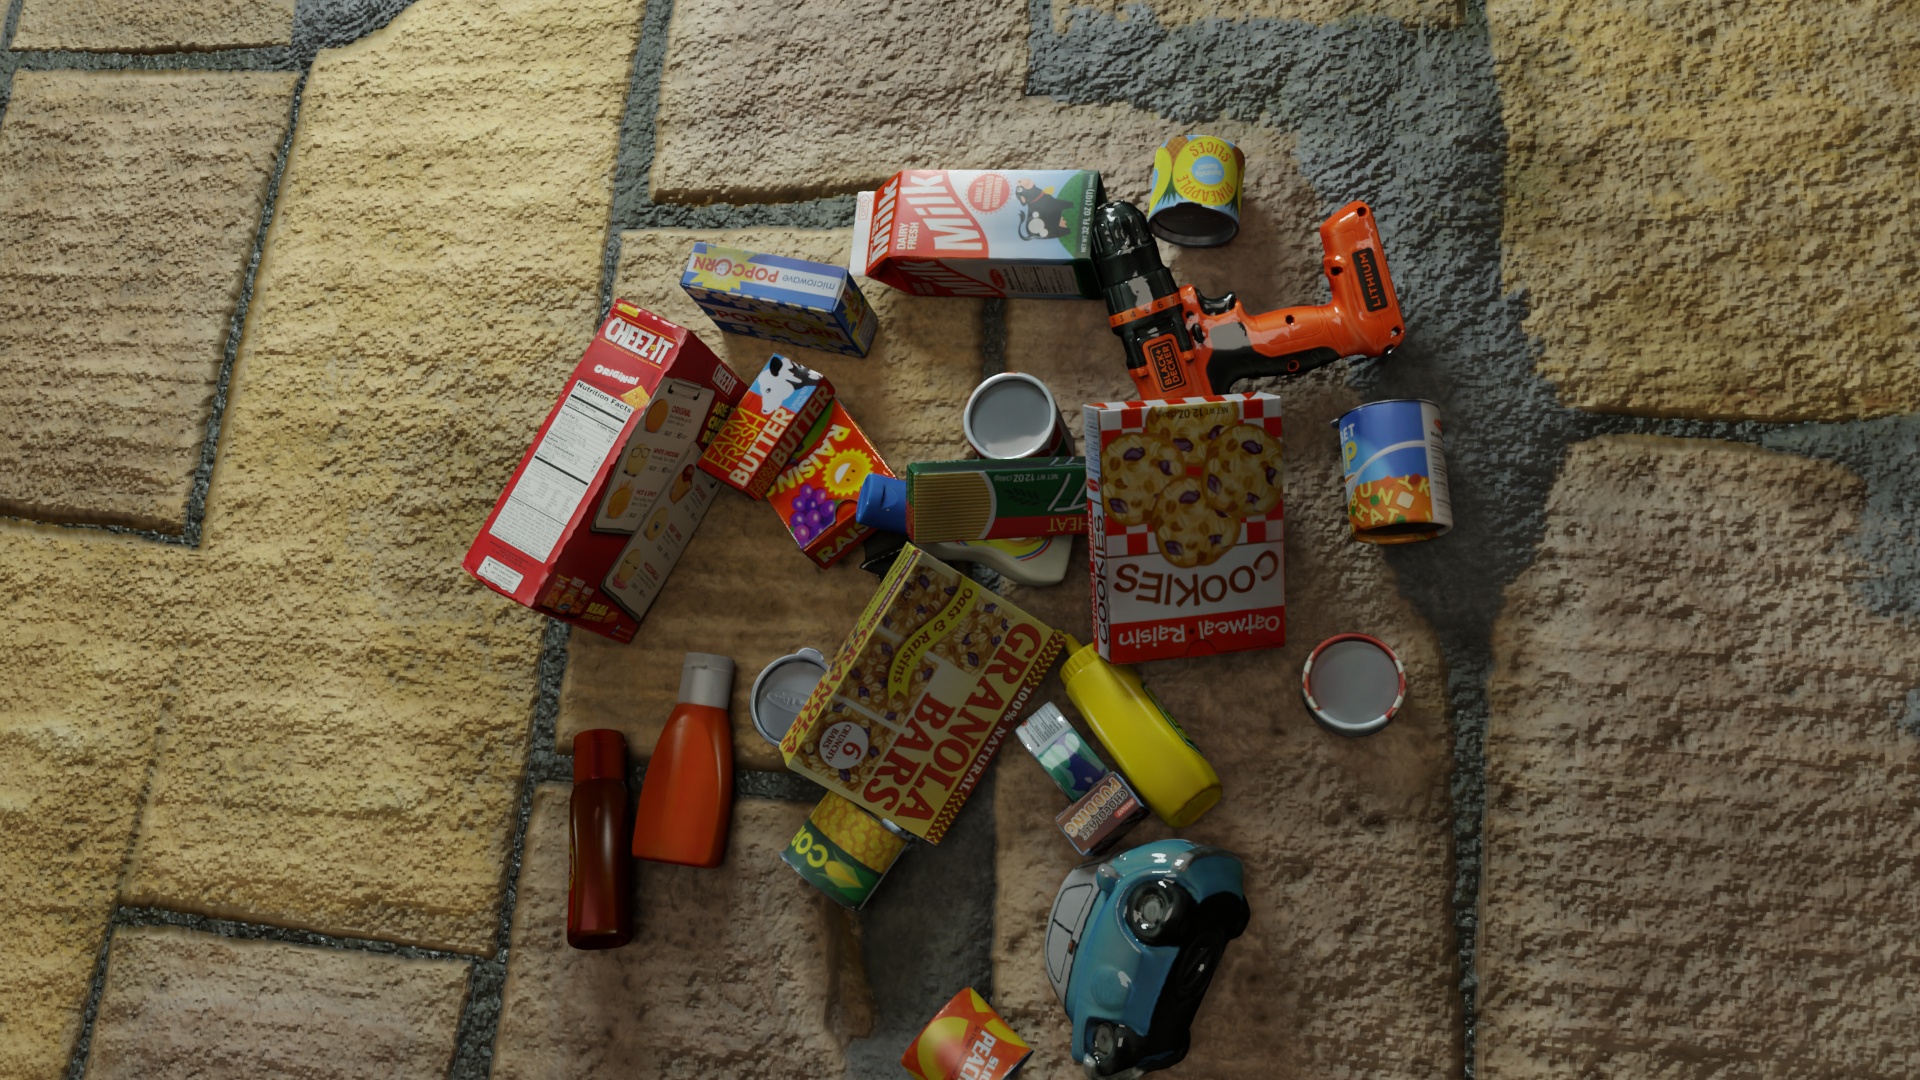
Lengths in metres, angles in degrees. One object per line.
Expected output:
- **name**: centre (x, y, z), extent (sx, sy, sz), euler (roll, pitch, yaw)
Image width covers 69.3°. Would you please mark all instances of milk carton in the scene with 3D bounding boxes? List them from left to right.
- **milk carton**: centre (0.011, -0.227, 1.032), extent (0.190, 0.073, 0.072), euler (3, 77, 13)

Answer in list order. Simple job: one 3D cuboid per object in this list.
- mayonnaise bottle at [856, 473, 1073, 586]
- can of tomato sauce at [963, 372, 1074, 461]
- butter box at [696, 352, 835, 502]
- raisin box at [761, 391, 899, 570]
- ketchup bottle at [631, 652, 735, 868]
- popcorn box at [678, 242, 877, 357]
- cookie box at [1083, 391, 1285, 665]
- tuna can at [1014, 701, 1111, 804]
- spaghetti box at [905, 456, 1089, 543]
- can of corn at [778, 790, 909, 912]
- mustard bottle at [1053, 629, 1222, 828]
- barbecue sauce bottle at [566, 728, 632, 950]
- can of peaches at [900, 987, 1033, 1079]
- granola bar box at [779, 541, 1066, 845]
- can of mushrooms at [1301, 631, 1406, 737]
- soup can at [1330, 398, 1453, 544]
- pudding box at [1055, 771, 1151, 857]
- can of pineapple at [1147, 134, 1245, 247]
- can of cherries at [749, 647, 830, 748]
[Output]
- **mayonnaise bottle**: centre (0.003, -0.012, 0.961), extent (0.148, 0.041, 0.065), euler (13, 75, -14)
- **can of tomato sauce**: centre (0.041, -0.073, 0.979), extent (0.071, 0.083, 0.071), euler (-3, 75, 12)
- **butter box**: centre (-0.141, -0.082, 1.006), extent (0.053, 0.024, 0.103), euler (26, 77, 31)
- **raisin box**: centre (-0.102, -0.052, 1.014), extent (0.086, 0.040, 0.124), euler (-38, 59, 0)
- **ketchup bottle**: centre (-0.191, 0.156, 0.990), extent (0.065, 0.043, 0.149), euler (4, 76, 12)
- **popcorn box**: centre (-0.134, -0.180, 1.045), extent (0.127, 0.085, 0.038), euler (13, 78, 16)
- **cookie box**: centre (0.147, -0.008, 0.906), extent (0.123, 0.040, 0.167), euler (-5, 100, -11)
- **tuna can**: centre (0.070, 0.144, 0.927), extent (0.033, 0.071, 0.071), euler (-40, 71, -1)
- **spaghetti box**: centre (0.089, -0.031, 0.932), extent (0.250, 0.029, 0.050), euler (-3, 109, -10)
- **can of corn**: centre (-0.079, 0.206, 0.939), extent (0.071, 0.071, 0.058), euler (35, 84, 18)
- **mustard bottle**: centre (0.110, 0.116, 0.927), extent (0.049, 0.065, 0.161), euler (-39, 64, 3)
- **barbecue sauce bottle**: centre (-0.255, 0.209, 0.983), extent (0.044, 0.064, 0.149), euler (-2, 65, -10)
- **can of peaches**: centre (0.004, 0.330, 0.888), extent (0.058, 0.071, 0.071), euler (41, 87, 20)
- **granola bar box**: centre (-0.025, 0.102, 0.929), extent (0.124, 0.039, 0.165), euler (32, 91, -20)
- **can of mushrooms**: centre (0.259, 0.093, 0.915), extent (0.071, 0.033, 0.071), euler (-3, 75, 12)
- **soup can**: centre (0.287, -0.044, 0.928), extent (0.071, 0.071, 0.084), euler (-5, 75, 11)
- **pudding box**: centre (0.093, 0.179, 0.901), extent (0.049, 0.083, 0.030), euler (-40, 71, 0)
- **can of pineapple**: centre (0.172, -0.253, 1.006), extent (0.071, 0.071, 0.058), euler (5, 77, 14)
- **can of cherries**: centre (-0.105, 0.115, 0.975), extent (0.071, 0.058, 0.071), euler (-3, 75, 13)
